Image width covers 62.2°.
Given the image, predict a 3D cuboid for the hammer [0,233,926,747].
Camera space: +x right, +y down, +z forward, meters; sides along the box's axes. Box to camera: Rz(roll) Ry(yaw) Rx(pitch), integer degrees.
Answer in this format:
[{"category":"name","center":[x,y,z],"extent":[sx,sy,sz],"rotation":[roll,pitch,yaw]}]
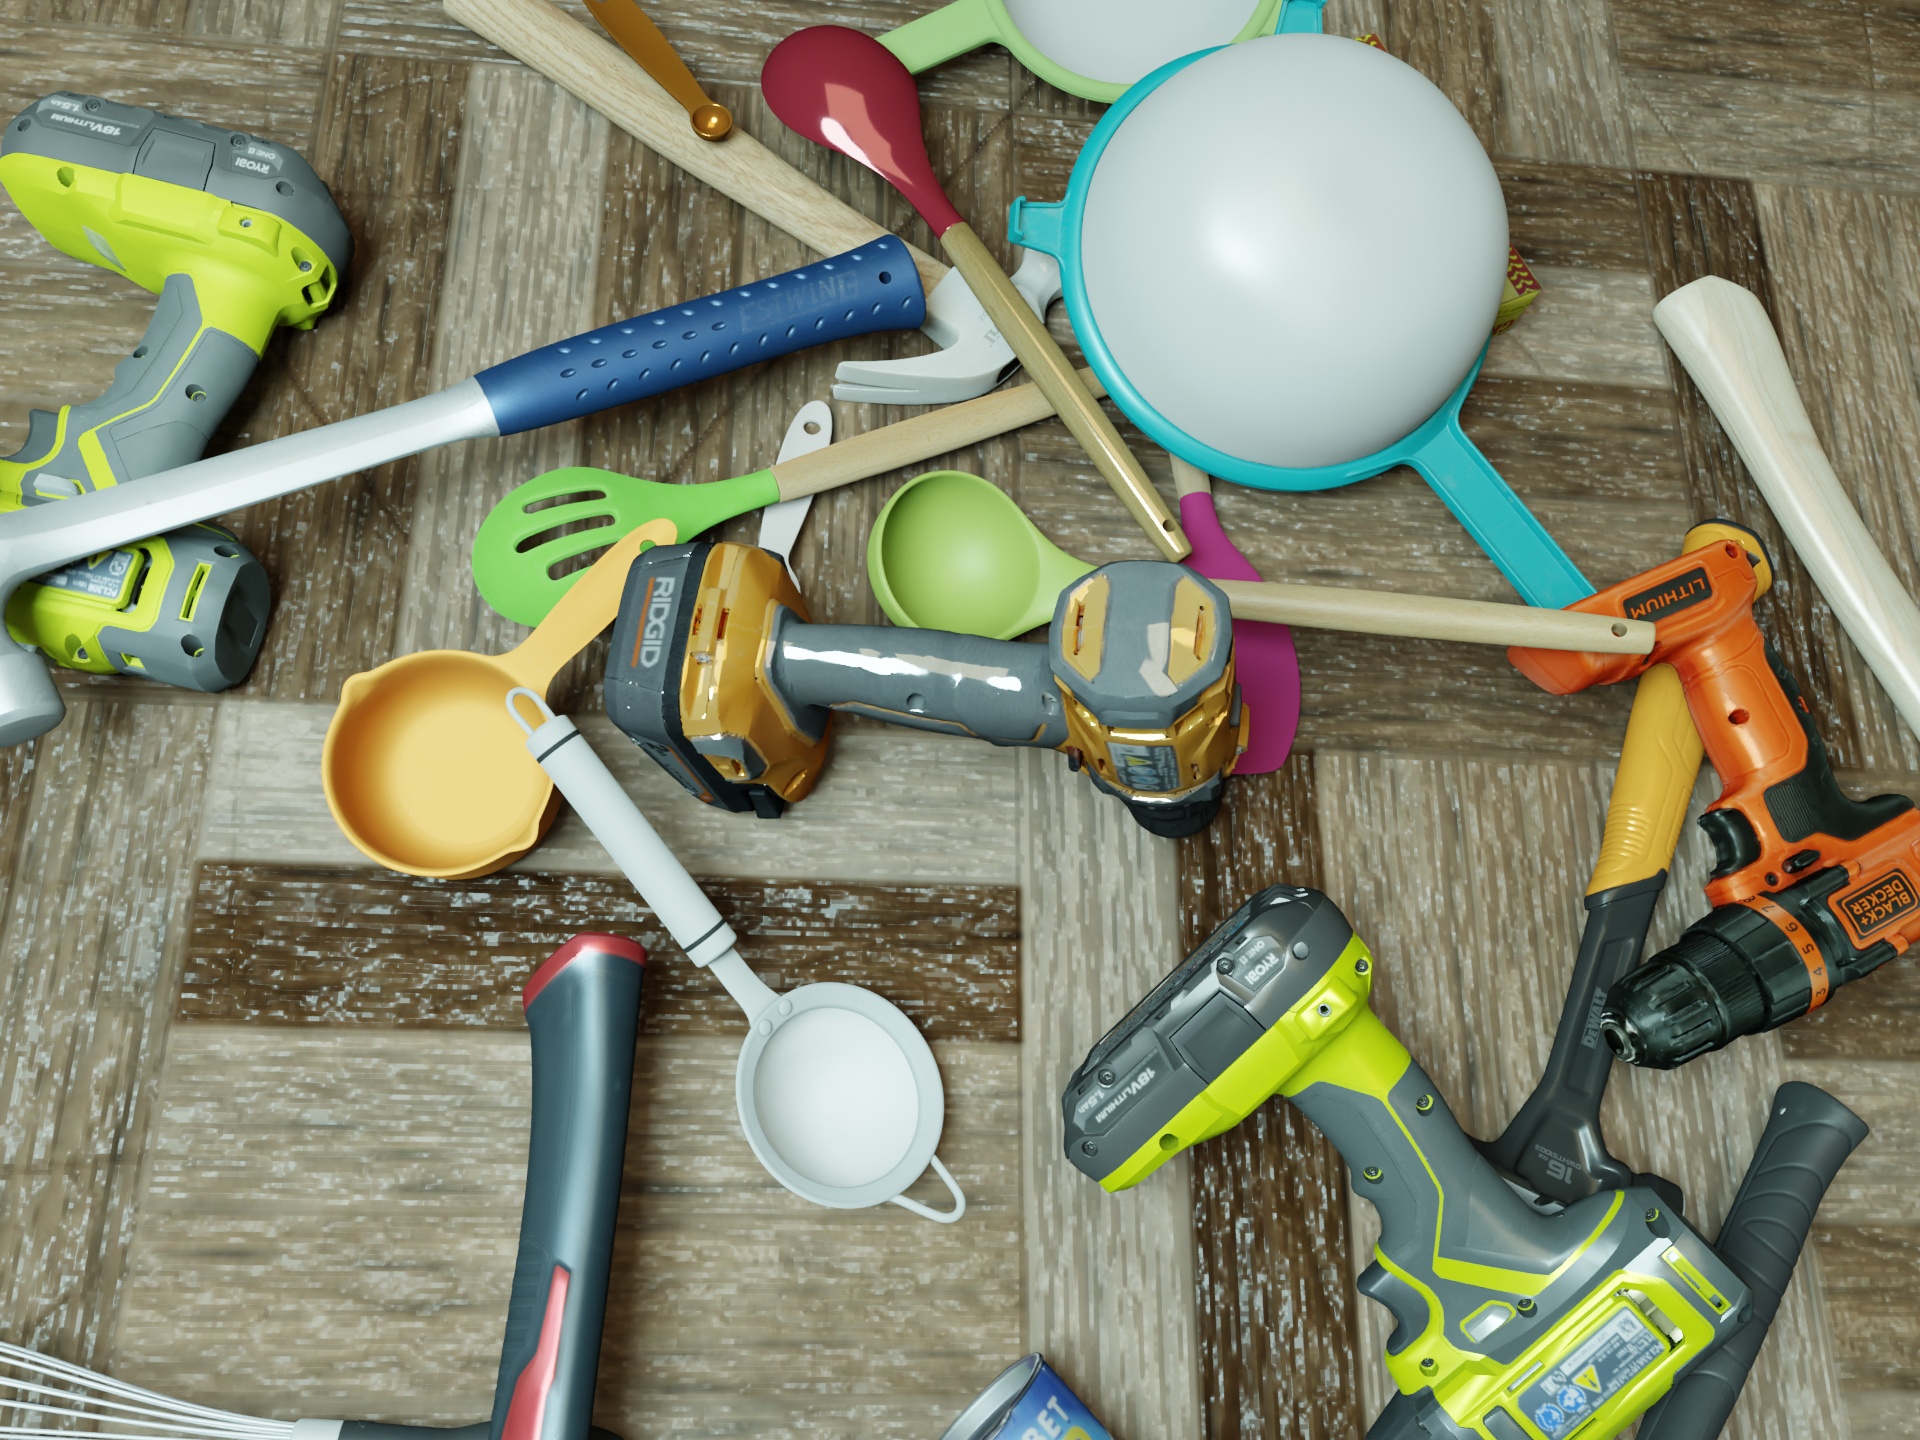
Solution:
[{"category":"hammer","center":[-0.202,-0.128,0.633],"extent":[0.405,0.035,0.144],"rotation":[-23,85,-21]}]

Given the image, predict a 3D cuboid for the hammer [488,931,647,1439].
[{"category":"hammer","center":[-0.125,0.256,0.510],"extent":[0.143,0.038,0.387],"rotation":[-5,63,15]}]

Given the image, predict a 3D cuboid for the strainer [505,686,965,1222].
[{"category":"strainer","center":[-0.090,0.091,0.605],"extent":[0.258,0.050,0.087],"rotation":[53,49,-4]}]

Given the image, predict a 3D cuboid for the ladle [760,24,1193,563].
[{"category":"ladle","center":[0.010,-0.199,0.717],"extent":[0.069,0.031,0.315],"rotation":[-31,80,-17]}]

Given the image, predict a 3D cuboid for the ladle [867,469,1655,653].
[{"category":"ladle","center":[0.117,-0.053,0.655],"extent":[0.320,0.062,0.078],"rotation":[7,78,13]}]

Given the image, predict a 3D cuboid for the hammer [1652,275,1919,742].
[{"category":"hammer","center":[0.435,-0.029,0.745],"extent":[0.146,0.038,0.411],"rotation":[-21,75,-13]}]

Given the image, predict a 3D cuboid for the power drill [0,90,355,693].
[{"category":"power drill","center":[-0.363,-0.135,0.653],"extent":[0.190,0.080,0.229],"rotation":[13,72,-4]}]

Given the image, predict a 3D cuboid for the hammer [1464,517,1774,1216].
[{"category":"hammer","center":[0.290,0.050,0.698],"extent":[0.127,0.034,0.337],"rotation":[25,69,0]}]

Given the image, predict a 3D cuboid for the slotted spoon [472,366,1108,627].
[{"category":"slotted spoon","center":[-0.059,-0.113,0.699],"extent":[0.313,0.031,0.070],"rotation":[-21,76,-19]}]

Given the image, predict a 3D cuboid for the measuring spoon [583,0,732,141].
[{"category":"measuring spoon","center":[-0.145,-0.311,0.747],"extent":[0.021,0.011,0.117],"rotation":[-34,74,-18]}]

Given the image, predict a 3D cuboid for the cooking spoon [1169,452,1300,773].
[{"category":"cooking spoon","center":[0.106,-0.127,0.743],"extent":[0.068,0.017,0.319],"rotation":[0,71,-18]}]

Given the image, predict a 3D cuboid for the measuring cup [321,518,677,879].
[{"category":"measuring cup","center":[-0.173,-0.011,0.637],"extent":[0.095,0.052,0.173],"rotation":[41,77,2]}]

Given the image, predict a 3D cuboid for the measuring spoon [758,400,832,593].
[{"category":"measuring spoon","center":[-0.078,-0.091,0.711],"extent":[0.034,0.018,0.124],"rotation":[14,63,-1]}]

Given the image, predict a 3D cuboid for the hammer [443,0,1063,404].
[{"category":"hammer","center":[-0.107,-0.262,0.755],"extent":[0.331,0.031,0.130],"rotation":[34,70,5]}]

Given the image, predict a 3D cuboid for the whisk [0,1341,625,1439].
[{"category":"whisk","center":[-0.255,0.250,0.545],"extent":[0.284,0.070,0.070],"rotation":[7,70,-10]}]

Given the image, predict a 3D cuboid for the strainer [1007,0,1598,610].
[{"category":"strainer","center":[0.195,-0.163,0.690],"extent":[0.211,0.095,0.340],"rotation":[-40,91,-12]}]

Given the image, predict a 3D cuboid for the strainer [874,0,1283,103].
[{"category":"strainer","center":[0.035,-0.349,0.796],"extent":[0.256,0.069,0.151],"rotation":[-23,86,3]}]

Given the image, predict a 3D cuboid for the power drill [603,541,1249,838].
[{"category":"power drill","center":[-0.001,-0.002,0.625],"extent":[0.226,0.185,0.084],"rotation":[3,70,13]}]

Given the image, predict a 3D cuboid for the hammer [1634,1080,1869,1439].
[{"category":"hammer","center":[0.261,0.265,0.588],"extent":[0.035,0.146,0.335],"rotation":[40,59,6]}]

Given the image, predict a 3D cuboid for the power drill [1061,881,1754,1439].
[{"category":"power drill","center":[0.150,0.187,0.595],"extent":[0.171,0.080,0.223],"rotation":[-45,83,8]}]
